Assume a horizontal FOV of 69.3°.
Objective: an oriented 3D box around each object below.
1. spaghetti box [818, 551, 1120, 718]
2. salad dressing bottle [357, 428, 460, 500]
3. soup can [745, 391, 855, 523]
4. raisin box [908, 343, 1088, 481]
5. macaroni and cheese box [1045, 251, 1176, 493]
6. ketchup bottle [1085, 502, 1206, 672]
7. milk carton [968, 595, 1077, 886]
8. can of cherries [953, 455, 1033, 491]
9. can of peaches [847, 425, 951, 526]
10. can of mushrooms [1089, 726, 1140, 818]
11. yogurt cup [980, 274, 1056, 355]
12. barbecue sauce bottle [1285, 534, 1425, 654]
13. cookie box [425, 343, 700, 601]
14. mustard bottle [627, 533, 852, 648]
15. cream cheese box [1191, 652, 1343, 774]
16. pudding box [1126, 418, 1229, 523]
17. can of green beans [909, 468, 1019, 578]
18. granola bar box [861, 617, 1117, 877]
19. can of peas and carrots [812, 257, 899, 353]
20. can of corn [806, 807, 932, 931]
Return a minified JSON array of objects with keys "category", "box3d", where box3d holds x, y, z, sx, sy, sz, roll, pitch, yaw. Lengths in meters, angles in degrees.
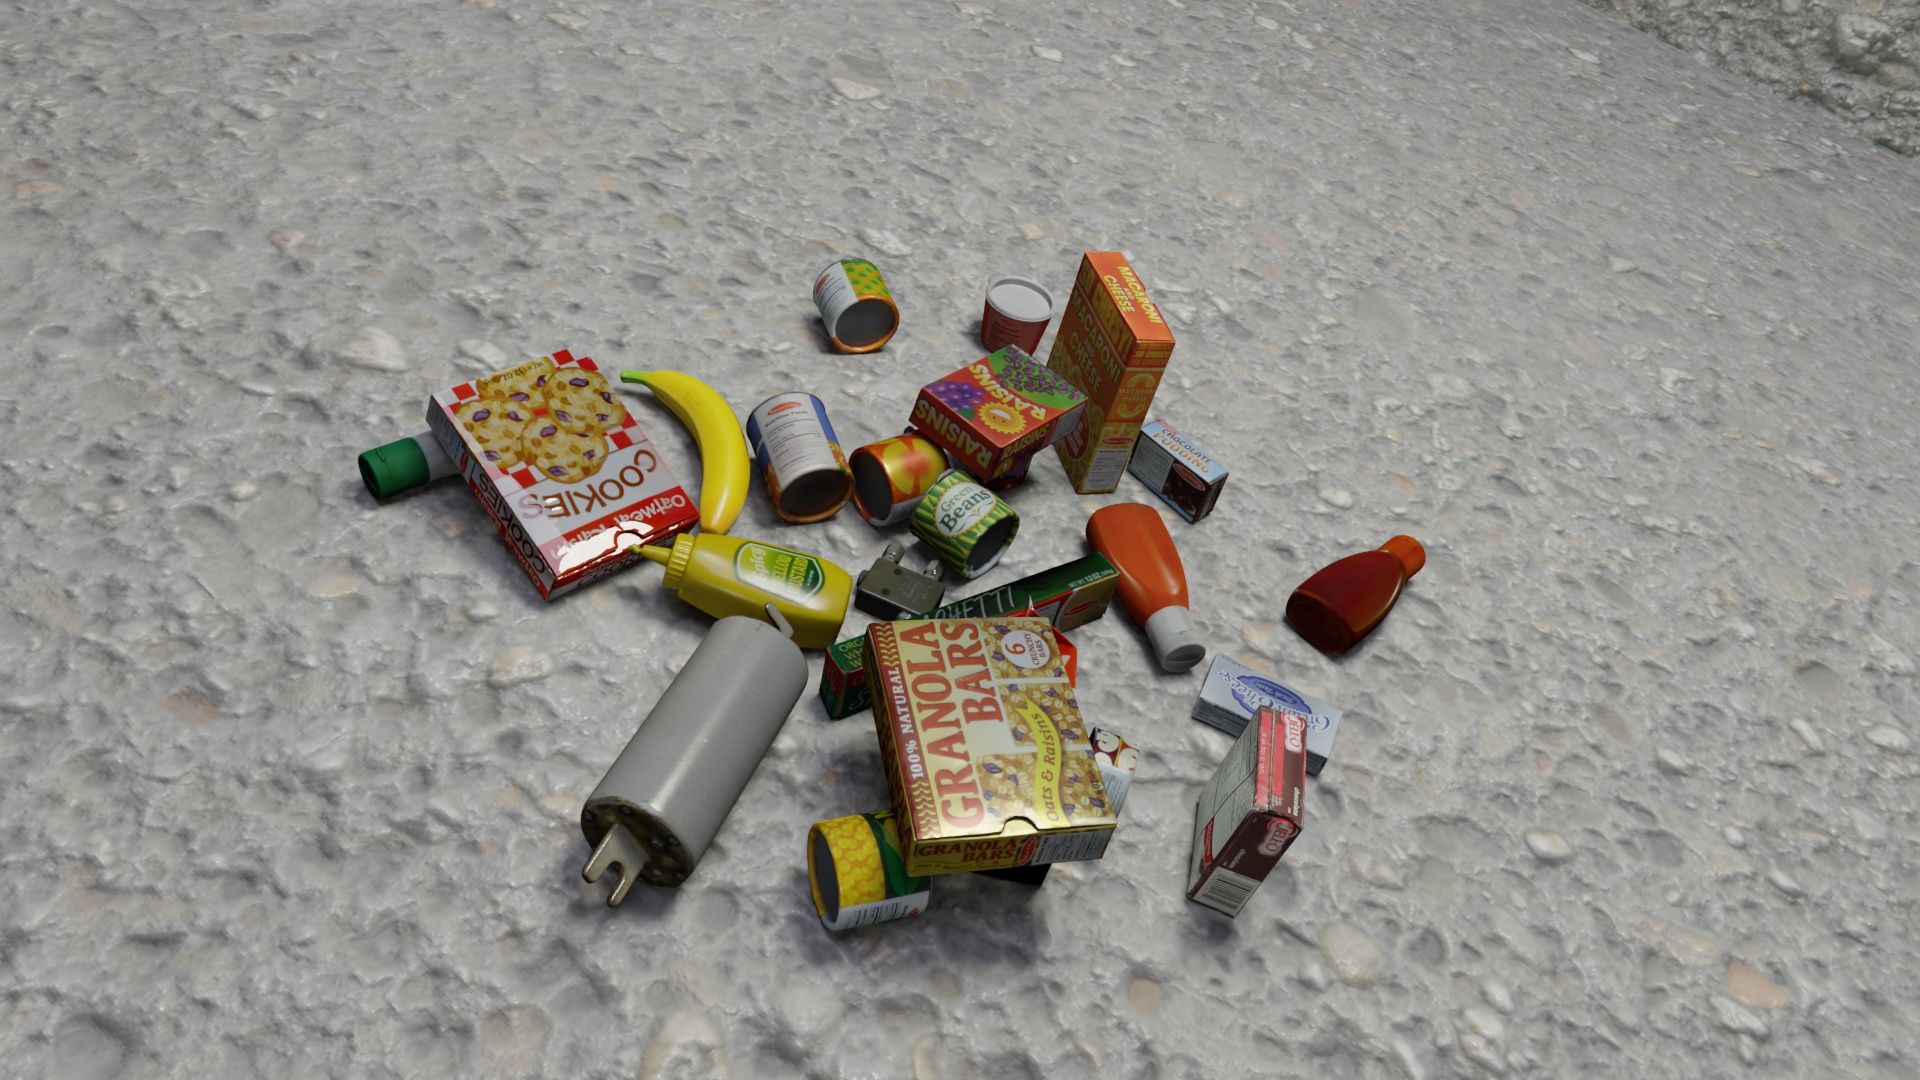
[{"category":"spaghetti box","box3d":[0.010,0.066,1.013,0.251,0.049,0.029,-18,51,-32]},{"category":"salad dressing bottle","box3d":[-0.371,-0.072,1.040,0.148,0.043,0.064,-26,62,-36]},{"category":"soup can","box3d":[-0.125,-0.063,1.093,0.071,0.071,0.084,-7,52,-24]},{"category":"raisin box","box3d":[0.031,-0.104,1.113,0.086,0.039,0.124,39,42,18]},{"category":"macaroni and cheese box","box3d":[0.119,-0.142,1.179,0.040,0.165,0.124,-2,46,-21]},{"category":"ketchup bottle","box3d":[0.150,0.035,1.094,0.065,0.043,0.149,-2,46,-19]},{"category":"milk carton","box3d":[0.035,0.128,0.940,0.073,0.072,0.191,13,42,-4]},{"category":"can of cherries","box3d":[0.034,-0.084,1.170,0.071,0.058,0.072,9,42,-8]},{"category":"can of peaches","box3d":[-0.050,-0.052,1.103,0.058,0.070,0.071,-21,55,-33]},{"category":"can of mushrooms","box3d":[0.094,0.160,0.931,0.033,0.070,0.071,20,43,3]},{"category":"yogurt cup","box3d":[0.051,-0.208,1.309,0.072,0.053,0.073,9,43,-9]},{"category":"barbecue sauce bottle","box3d":[0.335,0.038,1.152,0.065,0.043,0.149,41,47,24]},{"category":"cookie box","box3d":[-0.289,-0.053,1.013,0.123,0.040,0.167,-28,77,-37]},{"category":"mustard bottle","box3d":[-0.159,0.028,0.988,0.160,0.048,0.066,17,42,-11]},{"category":"cream cheese box","box3d":[0.229,0.129,1.036,0.104,0.024,0.054,25,44,9]},{"category":"pudding box","box3d":[0.187,-0.060,1.202,0.030,0.049,0.084,-27,57,-35]},{"category":"can of green beans","box3d":[0.004,-0.012,1.080,0.058,0.070,0.071,40,47,23]},{"category":"granola bar box","box3d":[0.013,0.121,0.859,0.124,0.038,0.166,-1,45,-17]},{"category":"can of peas and carrots","box3d":[-0.092,-0.212,1.259,0.071,0.070,0.059,-6,48,-23]},{"category":"can of corn","box3d":[-0.057,0.196,0.842,0.058,0.070,0.071,-6,47,-23]}]
